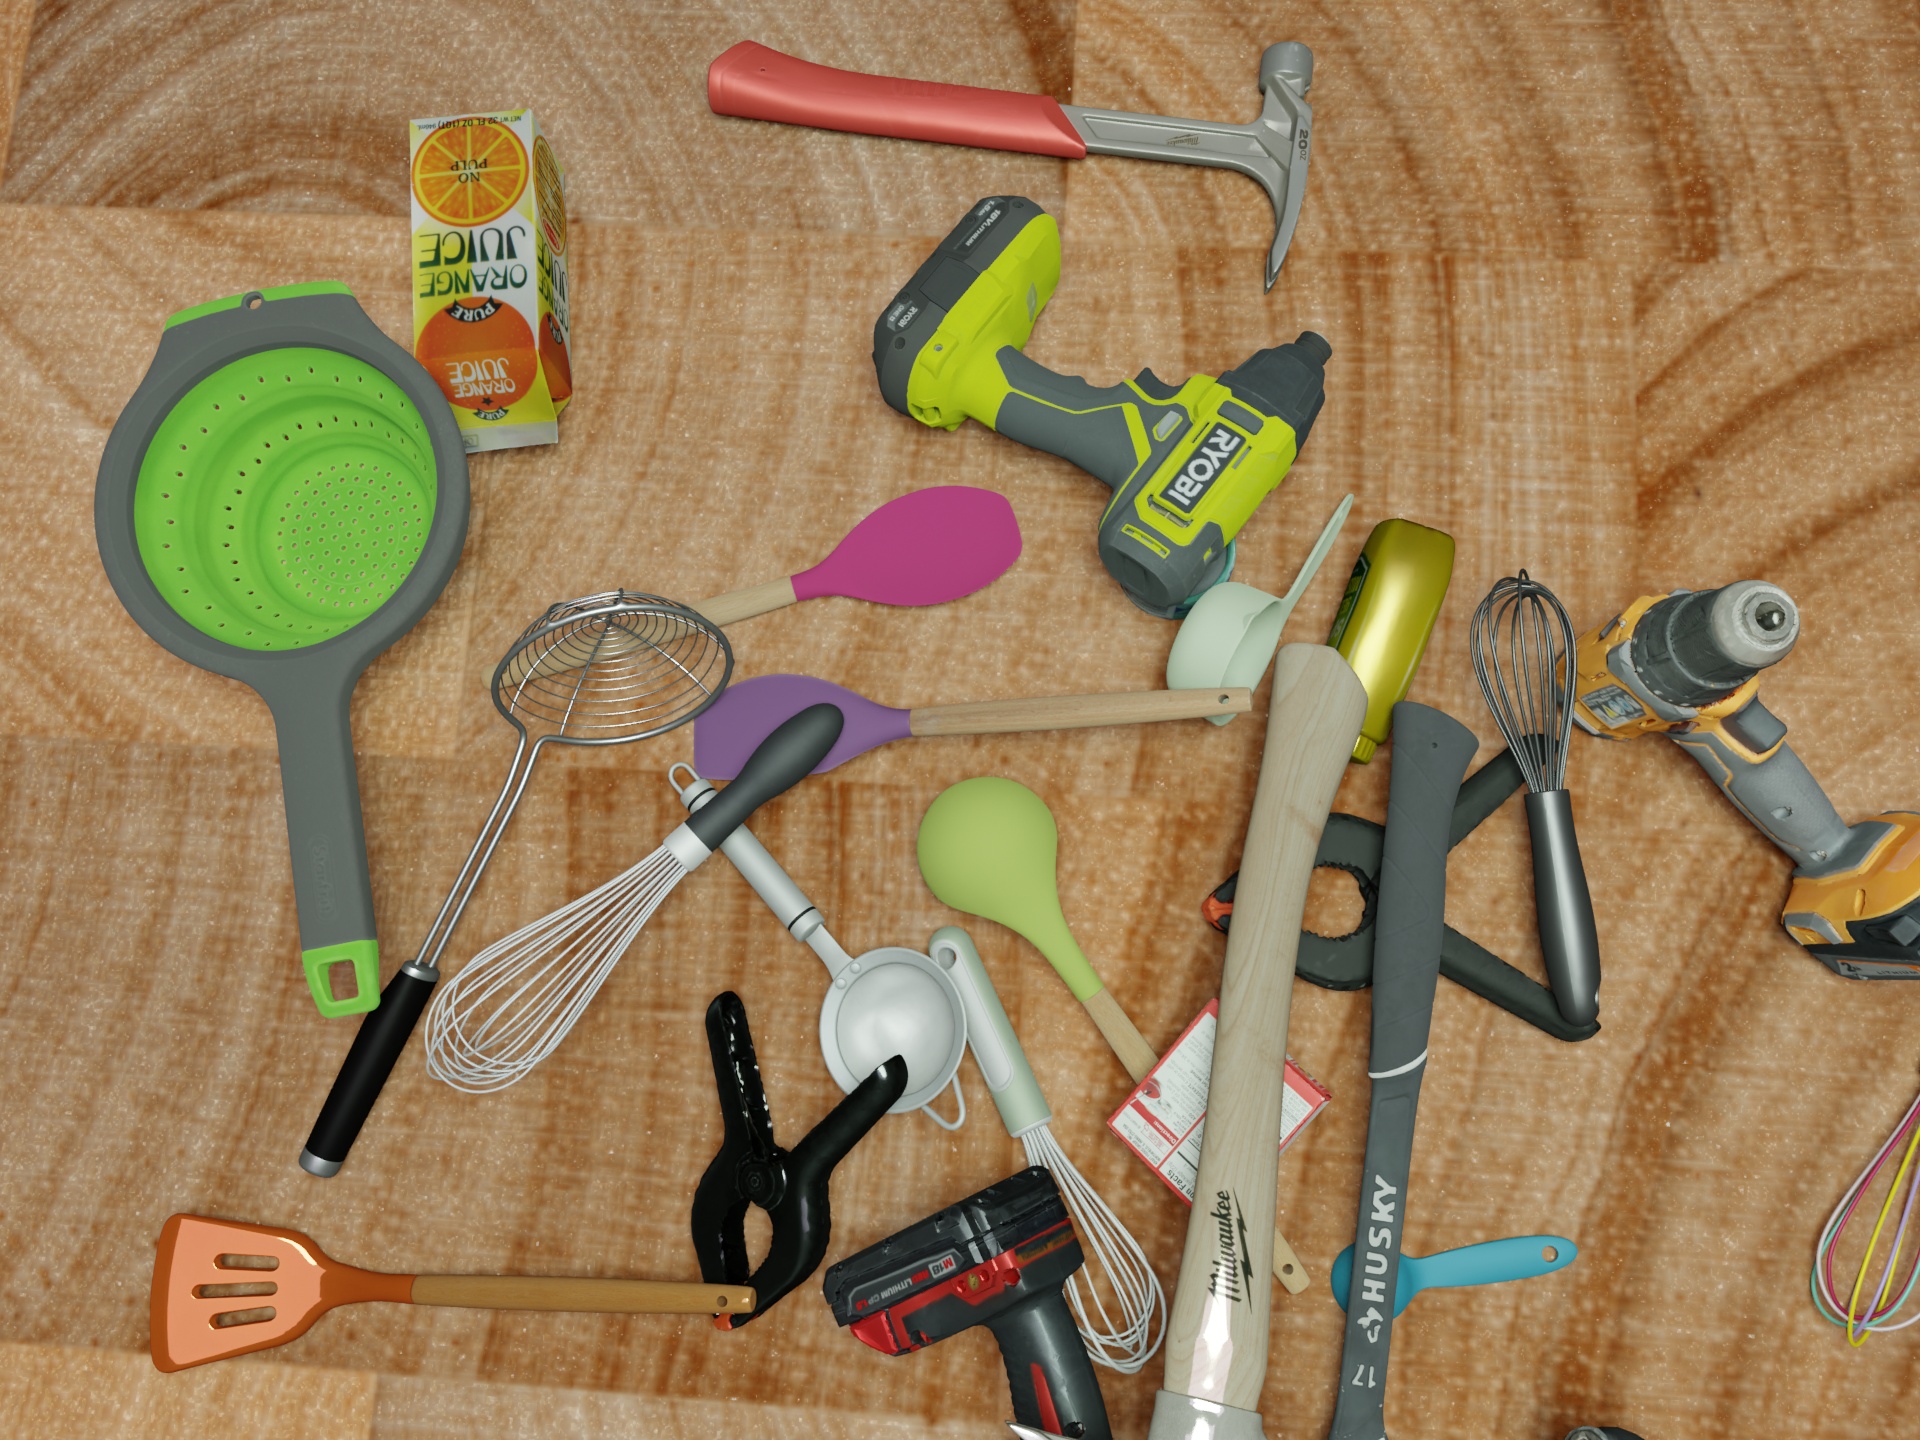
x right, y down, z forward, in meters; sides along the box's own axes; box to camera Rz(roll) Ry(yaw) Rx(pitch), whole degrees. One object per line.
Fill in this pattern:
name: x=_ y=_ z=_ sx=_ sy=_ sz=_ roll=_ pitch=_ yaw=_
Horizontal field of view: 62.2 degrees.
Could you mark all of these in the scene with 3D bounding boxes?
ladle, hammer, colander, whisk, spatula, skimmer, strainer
ladle: x=0.085 y=0.167 z=0.852 sx=0.078 sy=0.062 sz=0.320 roll=-36 pitch=86 yaw=-2
hammer: x=0.026 y=-0.349 z=0.949 sx=0.359 sy=0.036 sz=0.149 roll=8 pitch=80 yaw=4
colander: x=-0.348 y=-0.037 z=0.881 sx=0.204 sy=0.094 sz=0.397 roll=-11 pitch=81 yaw=2
hammer: x=0.130 y=0.150 z=0.757 sx=0.146 sy=0.038 sz=0.411 roll=12 pitch=68 yaw=2
whisk: x=-0.169 y=0.089 z=0.842 sx=0.284 sy=0.070 sz=0.070 roll=-43 pitch=80 yaw=-8
hammer: x=0.214 y=0.193 z=0.807 sx=0.149 sy=0.036 sz=0.409 roll=6 pitch=85 yaw=8
spatula: x=-0.001 y=-0.003 z=0.862 sx=0.316 sy=0.018 sz=0.060 roll=-3 pitch=80 yaw=17
spatula: x=-0.265 y=0.299 z=0.828 sx=0.322 sy=0.041 sz=0.081 roll=-2 pitch=79 yaw=11
whisk: x=0.040 y=0.221 z=0.837 sx=0.058 sy=0.059 sz=0.246 roll=-32 pitch=74 yaw=25
skimmer: x=-0.247 y=0.092 z=0.851 sx=0.090 sy=0.127 sz=0.363 roll=25 pitch=87 yaw=38
whisk: x=0.305 y=0.039 z=0.826 sx=0.055 sy=0.055 sz=0.239 roll=-7 pitch=84 yaw=2
strainer: x=-0.077 y=0.116 z=0.865 sx=0.087 sy=0.050 sz=0.258 roll=-45 pitch=74 yaw=10
whisk: x=0.500 y=0.207 z=0.821 sx=0.047 sy=0.051 sz=0.245 roll=31 pitch=78 yaw=-13

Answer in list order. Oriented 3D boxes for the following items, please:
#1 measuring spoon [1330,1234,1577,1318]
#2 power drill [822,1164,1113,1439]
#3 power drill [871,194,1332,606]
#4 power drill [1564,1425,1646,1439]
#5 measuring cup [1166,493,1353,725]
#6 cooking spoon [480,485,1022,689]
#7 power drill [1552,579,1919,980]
measuring spoon: x=0.257 y=0.285 z=0.823 sx=0.128 sy=0.021 sz=0.042 roll=-10 pitch=79 yaw=3
power drill: x=0.019 y=0.356 z=0.776 sx=0.188 sy=0.080 sz=0.227 roll=-37 pitch=71 yaw=32
power drill: x=0.079 y=-0.187 z=0.877 sx=0.223 sy=0.080 sz=0.171 roll=35 pitch=79 yaw=17
power drill: x=0.260 y=0.429 z=0.736 sx=0.226 sy=0.084 sz=0.164 roll=-41 pitch=118 yaw=-4
measuring cup: x=0.166 y=-0.072 z=0.882 sx=0.038 sy=0.083 sz=0.168 roll=26 pitch=65 yaw=22
cooking spoon: x=-0.120 y=-0.068 z=0.912 sx=0.319 sy=0.017 sz=0.069 roll=-16 pitch=78 yaw=-1
power drill: x=0.414 y=0.023 z=0.785 sx=0.084 sy=0.185 sz=0.226 roll=-44 pitch=83 yaw=-7
